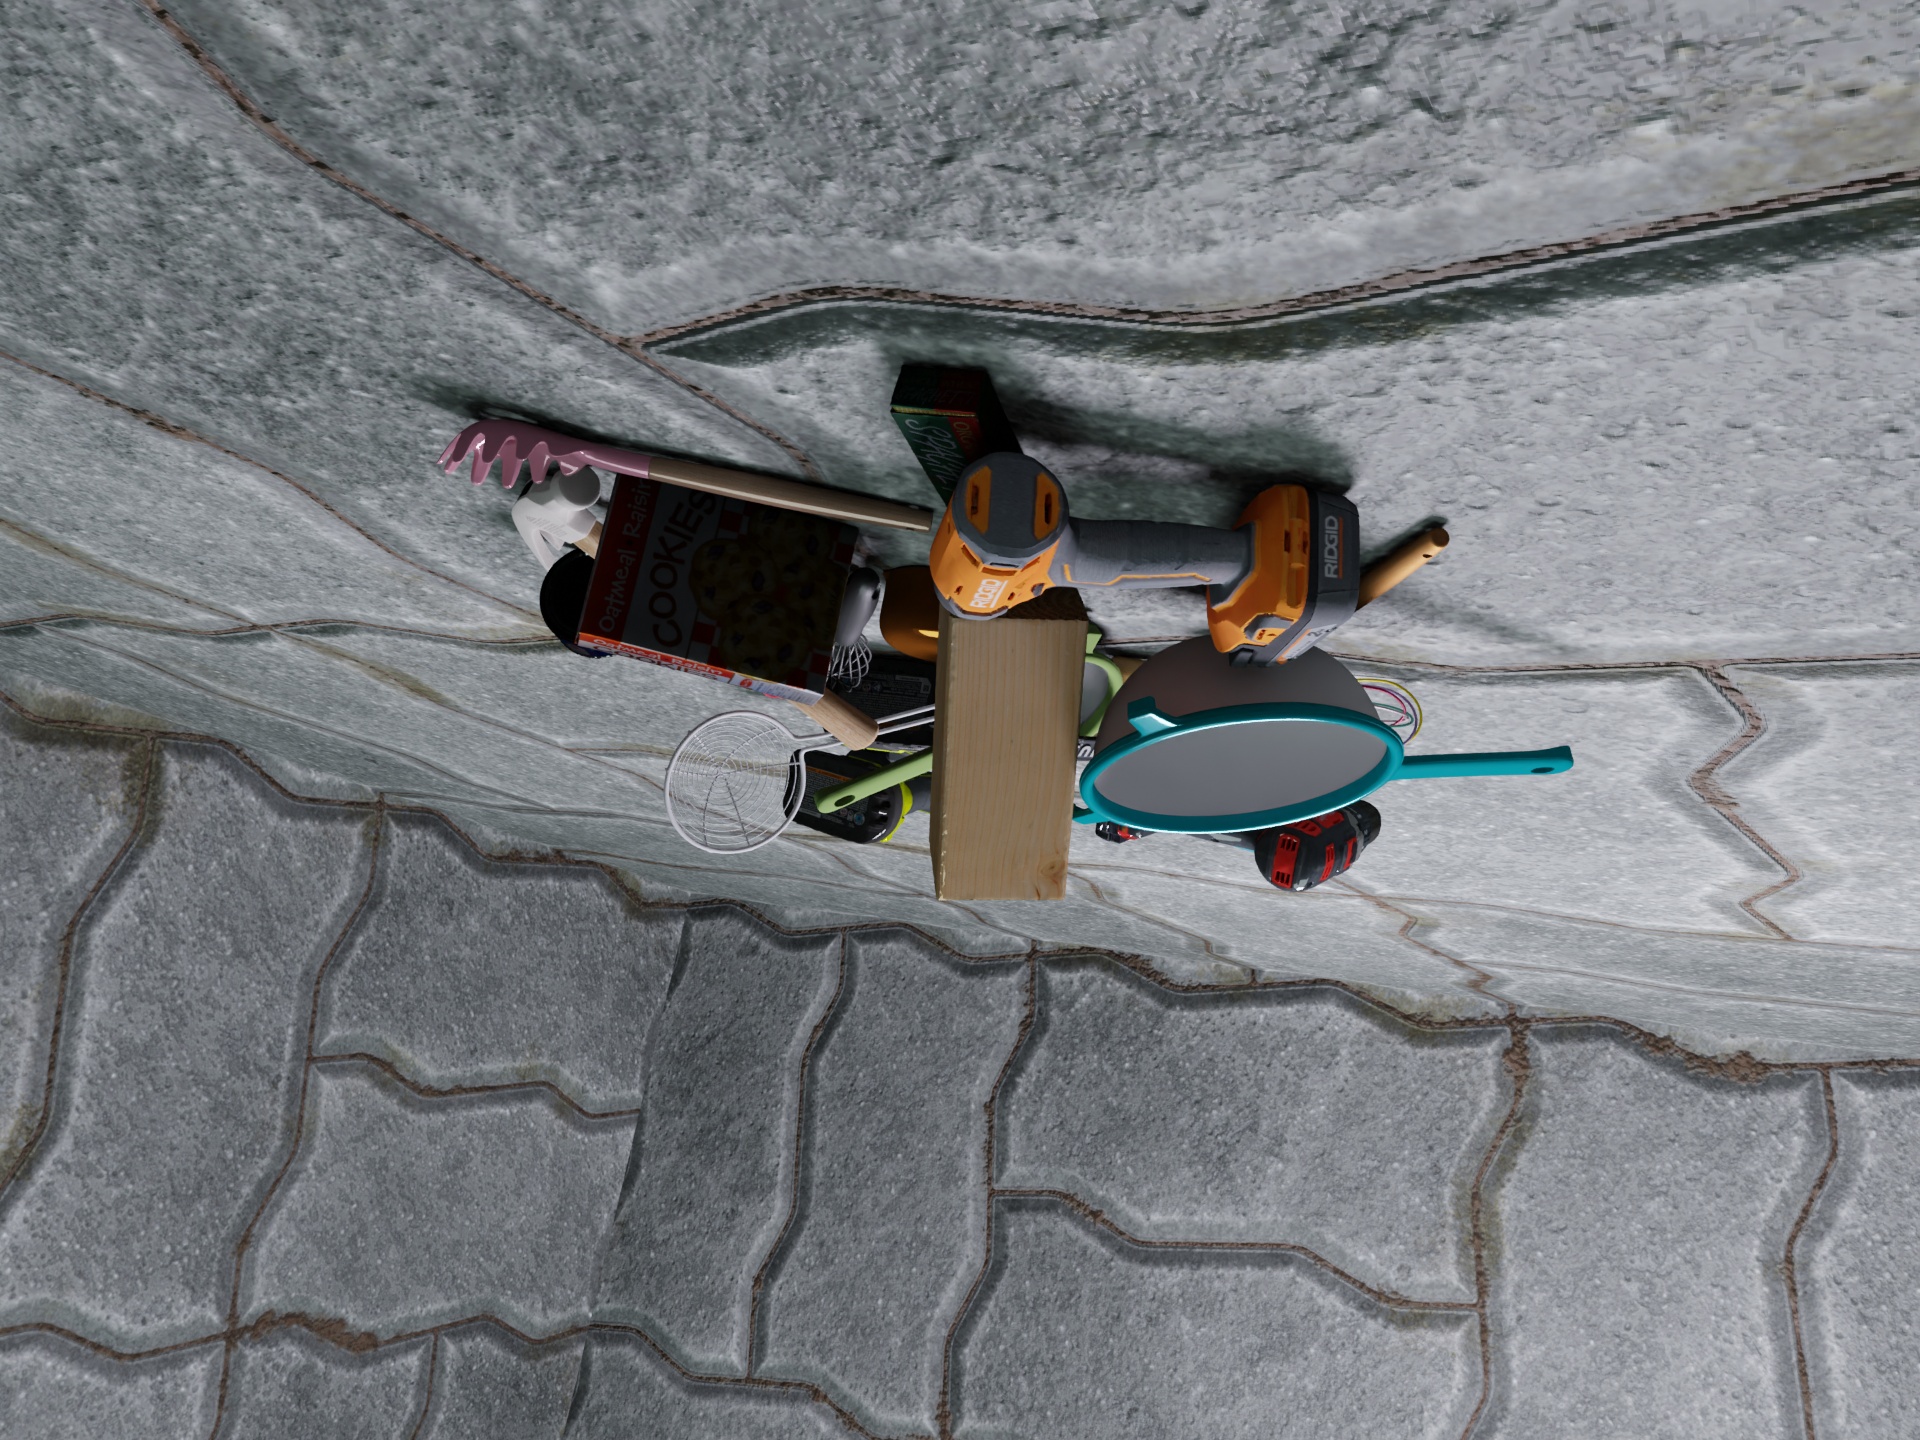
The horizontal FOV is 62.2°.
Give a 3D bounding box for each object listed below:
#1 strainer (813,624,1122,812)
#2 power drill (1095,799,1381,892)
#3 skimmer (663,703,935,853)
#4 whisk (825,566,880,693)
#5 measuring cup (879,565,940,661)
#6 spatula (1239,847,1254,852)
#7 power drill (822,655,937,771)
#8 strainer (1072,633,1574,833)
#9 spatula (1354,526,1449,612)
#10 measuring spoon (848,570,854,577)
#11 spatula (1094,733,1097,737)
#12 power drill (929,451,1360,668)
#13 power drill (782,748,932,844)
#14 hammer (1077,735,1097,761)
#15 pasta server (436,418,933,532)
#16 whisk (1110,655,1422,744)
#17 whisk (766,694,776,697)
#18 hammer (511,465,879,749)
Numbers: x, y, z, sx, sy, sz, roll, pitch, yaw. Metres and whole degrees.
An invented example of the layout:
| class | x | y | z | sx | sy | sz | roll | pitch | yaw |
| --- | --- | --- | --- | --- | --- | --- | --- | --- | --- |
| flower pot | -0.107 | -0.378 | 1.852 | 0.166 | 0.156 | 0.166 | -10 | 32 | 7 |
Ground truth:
| class | x | y | z | sx | sy | sz | roll | pitch | yaw |
| --- | --- | --- | --- | --- | --- | --- | --- | --- | --- |
| strainer | -0.002 | -0.004 | 1.243 | 0.256 | 0.069 | 0.151 | -23 | 148 | -1 |
| power drill | 0.257 | 0.084 | 1.435 | 0.227 | 0.080 | 0.188 | 16 | -162 | 32 |
| skimmer | -0.074 | 0.020 | 1.334 | 0.363 | 0.090 | 0.127 | -15 | 114 | 18 |
| whisk | -0.084 | -0.069 | 1.204 | 0.055 | 0.055 | 0.239 | 13 | 163 | -7 |
| measuring cup | -0.007 | -0.082 | 1.140 | 0.095 | 0.052 | 0.173 | 14 | 169 | -11 |
| spatula | 0.322 | 0.081 | 1.565 | 0.082 | 0.044 | 0.317 | 19 | 165 | -1 |
| power drill | -0.019 | 0.008 | 1.488 | 0.171 | 0.080 | 0.223 | 6 | 170 | 24 |
| strainer | 0.244 | -0.003 | 1.069 | 0.340 | 0.095 | 0.211 | -1 | 156 | -9 |
| spatula | 0.241 | -0.061 | 1.050 | 0.081 | 0.041 | 0.322 | 14 | 166 | -7 |
| measuring spoon | -0.120 | -0.120 | 1.172 | 0.124 | 0.018 | 0.034 | 26 | 165 | -26 |
| spatula | 0.131 | 0.004 | 1.458 | 0.059 | 0.018 | 0.316 | 14 | 167 | -6 |
| power drill | 0.095 | -0.086 | 0.915 | 0.226 | 0.084 | 0.164 | 6 | 166 | -9 |
| power drill | -0.087 | 0.070 | 1.696 | 0.191 | 0.080 | 0.228 | 15 | -171 | 28 |
| hammer | 0.148 | 0.030 | 1.279 | 0.408 | 0.149 | 0.036 | 4 | -144 | -41 |
| pasta server | -0.175 | -0.151 | 1.029 | 0.316 | 0.040 | 0.060 | 11 | 172 | -3 |
| whisk | 0.233 | -0.023 | 1.229 | 0.245 | 0.051 | 0.047 | 12 | 126 | 20 |
| whisk | -0.166 | -0.088 | 1.249 | 0.073 | 0.073 | 0.295 | 8 | 160 | 16 |
| hammer | -0.192 | -0.074 | 1.196 | 0.331 | 0.031 | 0.130 | 38 | 154 | -29 |
